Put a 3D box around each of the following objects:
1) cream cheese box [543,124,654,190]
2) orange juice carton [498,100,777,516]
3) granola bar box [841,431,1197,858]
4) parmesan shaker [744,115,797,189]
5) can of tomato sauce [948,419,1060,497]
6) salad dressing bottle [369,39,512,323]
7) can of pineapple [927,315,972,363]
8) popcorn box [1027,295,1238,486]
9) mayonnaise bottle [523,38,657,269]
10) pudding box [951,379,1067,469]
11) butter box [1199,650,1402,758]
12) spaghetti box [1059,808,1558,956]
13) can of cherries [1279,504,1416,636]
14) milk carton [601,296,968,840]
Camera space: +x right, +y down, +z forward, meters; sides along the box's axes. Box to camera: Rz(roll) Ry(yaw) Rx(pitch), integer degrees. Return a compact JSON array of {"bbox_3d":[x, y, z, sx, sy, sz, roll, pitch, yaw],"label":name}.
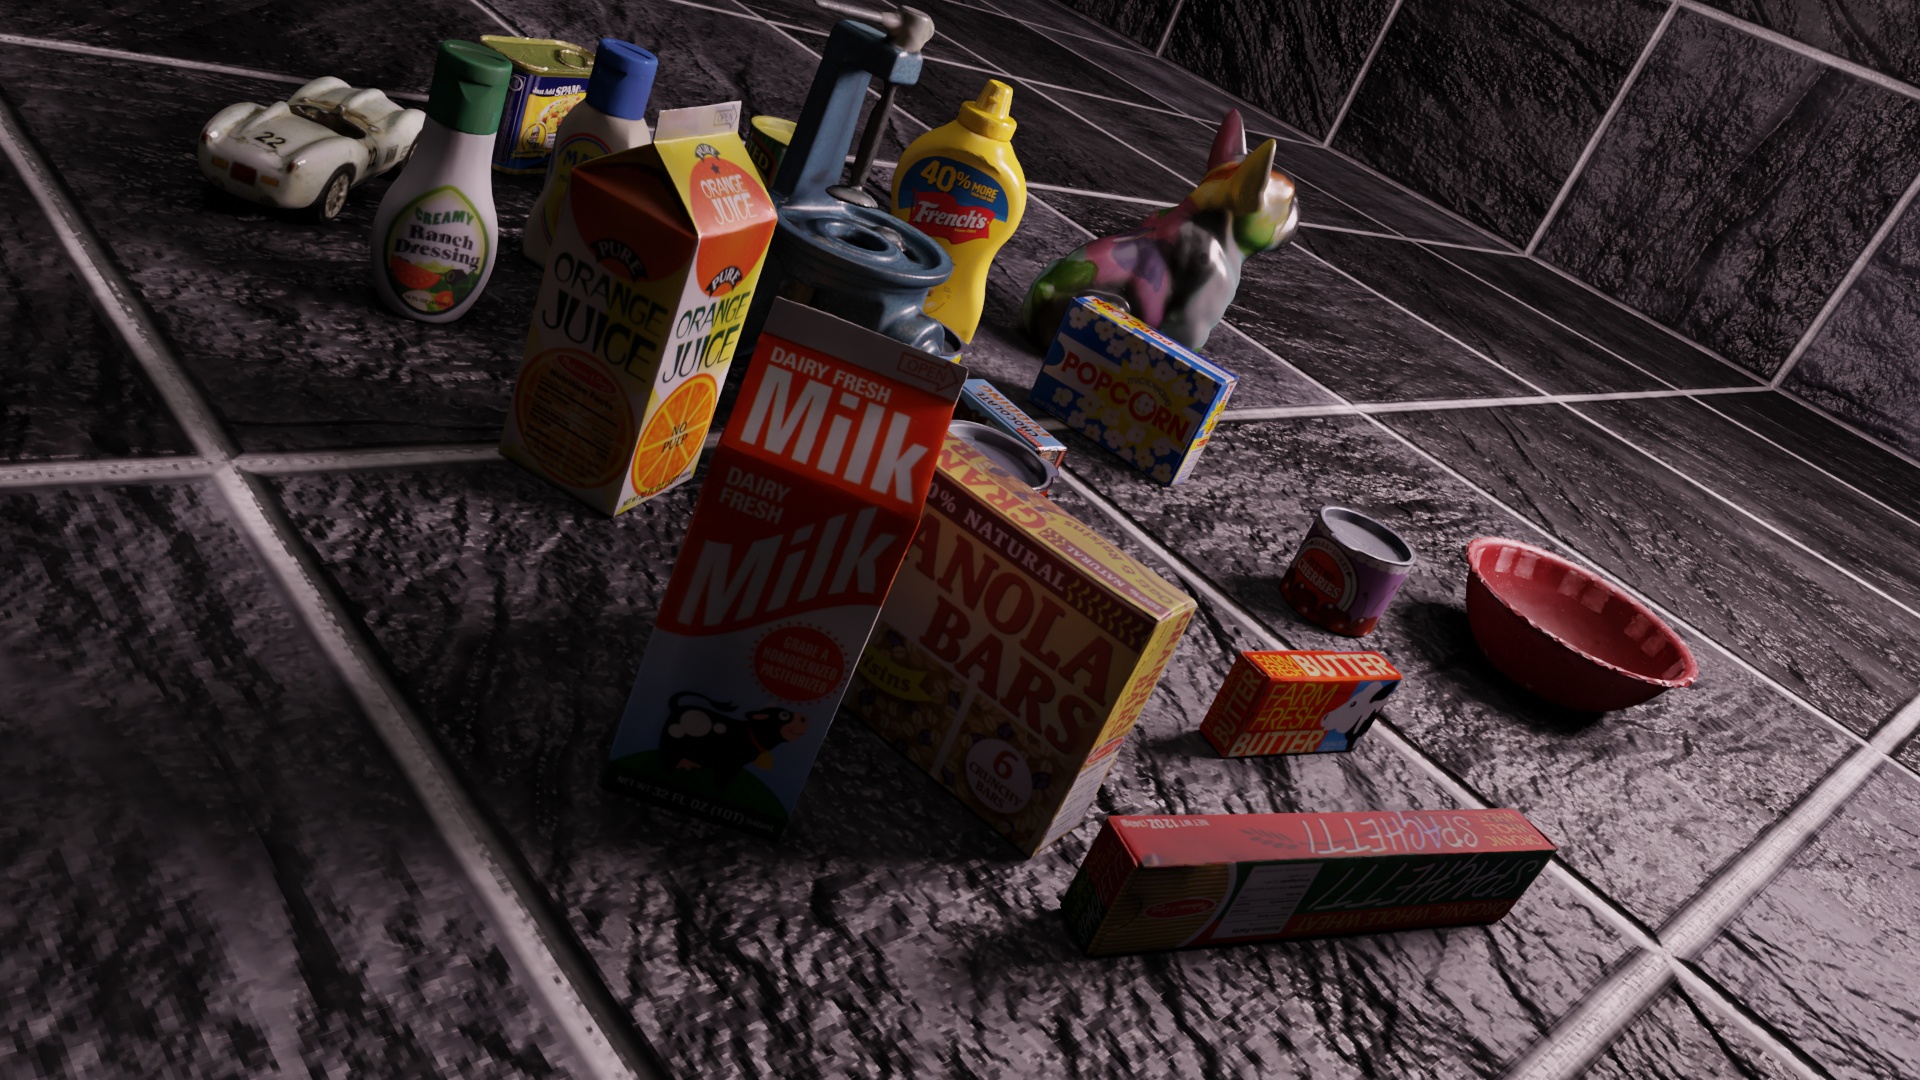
[{"bbox_3d":[-0.254,-0.275,1.024,0.024,0.053,0.104,37,29,25],"label":"cream cheese box"},{"bbox_3d":[-0.149,-0.115,0.659,0.073,0.191,0.072,29,27,11],"label":"orange juice carton"},{"bbox_3d":[-0.001,0.033,0.583,0.166,0.123,0.039,36,28,23],"label":"granola bar box"},{"bbox_3d":[-0.135,-0.246,1.013,0.071,0.102,0.071,19,27,-10],"label":"parmesan shaker"},{"bbox_3d":[0.003,-0.009,0.708,0.071,0.082,0.071,19,27,-10],"label":"can of tomato sauce"},{"bbox_3d":[-0.276,-0.191,0.747,0.064,0.147,0.044,8,30,-29],"label":"salad dressing bottle"},{"bbox_3d":[-0.036,-0.110,0.891,0.071,0.057,0.071,19,27,-10],"label":"can of pineapple"},{"bbox_3d":[0.121,-0.107,0.982,0.127,0.084,0.038,34,28,20],"label":"popcorn box"},{"bbox_3d":[-0.226,-0.235,0.868,0.065,0.147,0.041,24,26,1],"label":"mayonnaise bottle"},{"bbox_3d":[0.021,-0.058,0.851,0.030,0.049,0.084,-6,39,-46],"label":"pudding box"},{"bbox_3d":[0.175,0.083,0.711,0.104,0.053,0.024,4,32,-35],"label":"butter box"},{"bbox_3d":[0.156,0.142,0.590,0.250,0.050,0.029,6,31,-32],"label":"spaghetti box"},{"bbox_3d":[0.242,0.019,0.877,0.071,0.058,0.072,19,27,-10],"label":"can of cherries"},{"bbox_3d":[-0.064,0.008,0.503,0.072,0.189,0.074,20,26,-9],"label":"milk carton"}]
